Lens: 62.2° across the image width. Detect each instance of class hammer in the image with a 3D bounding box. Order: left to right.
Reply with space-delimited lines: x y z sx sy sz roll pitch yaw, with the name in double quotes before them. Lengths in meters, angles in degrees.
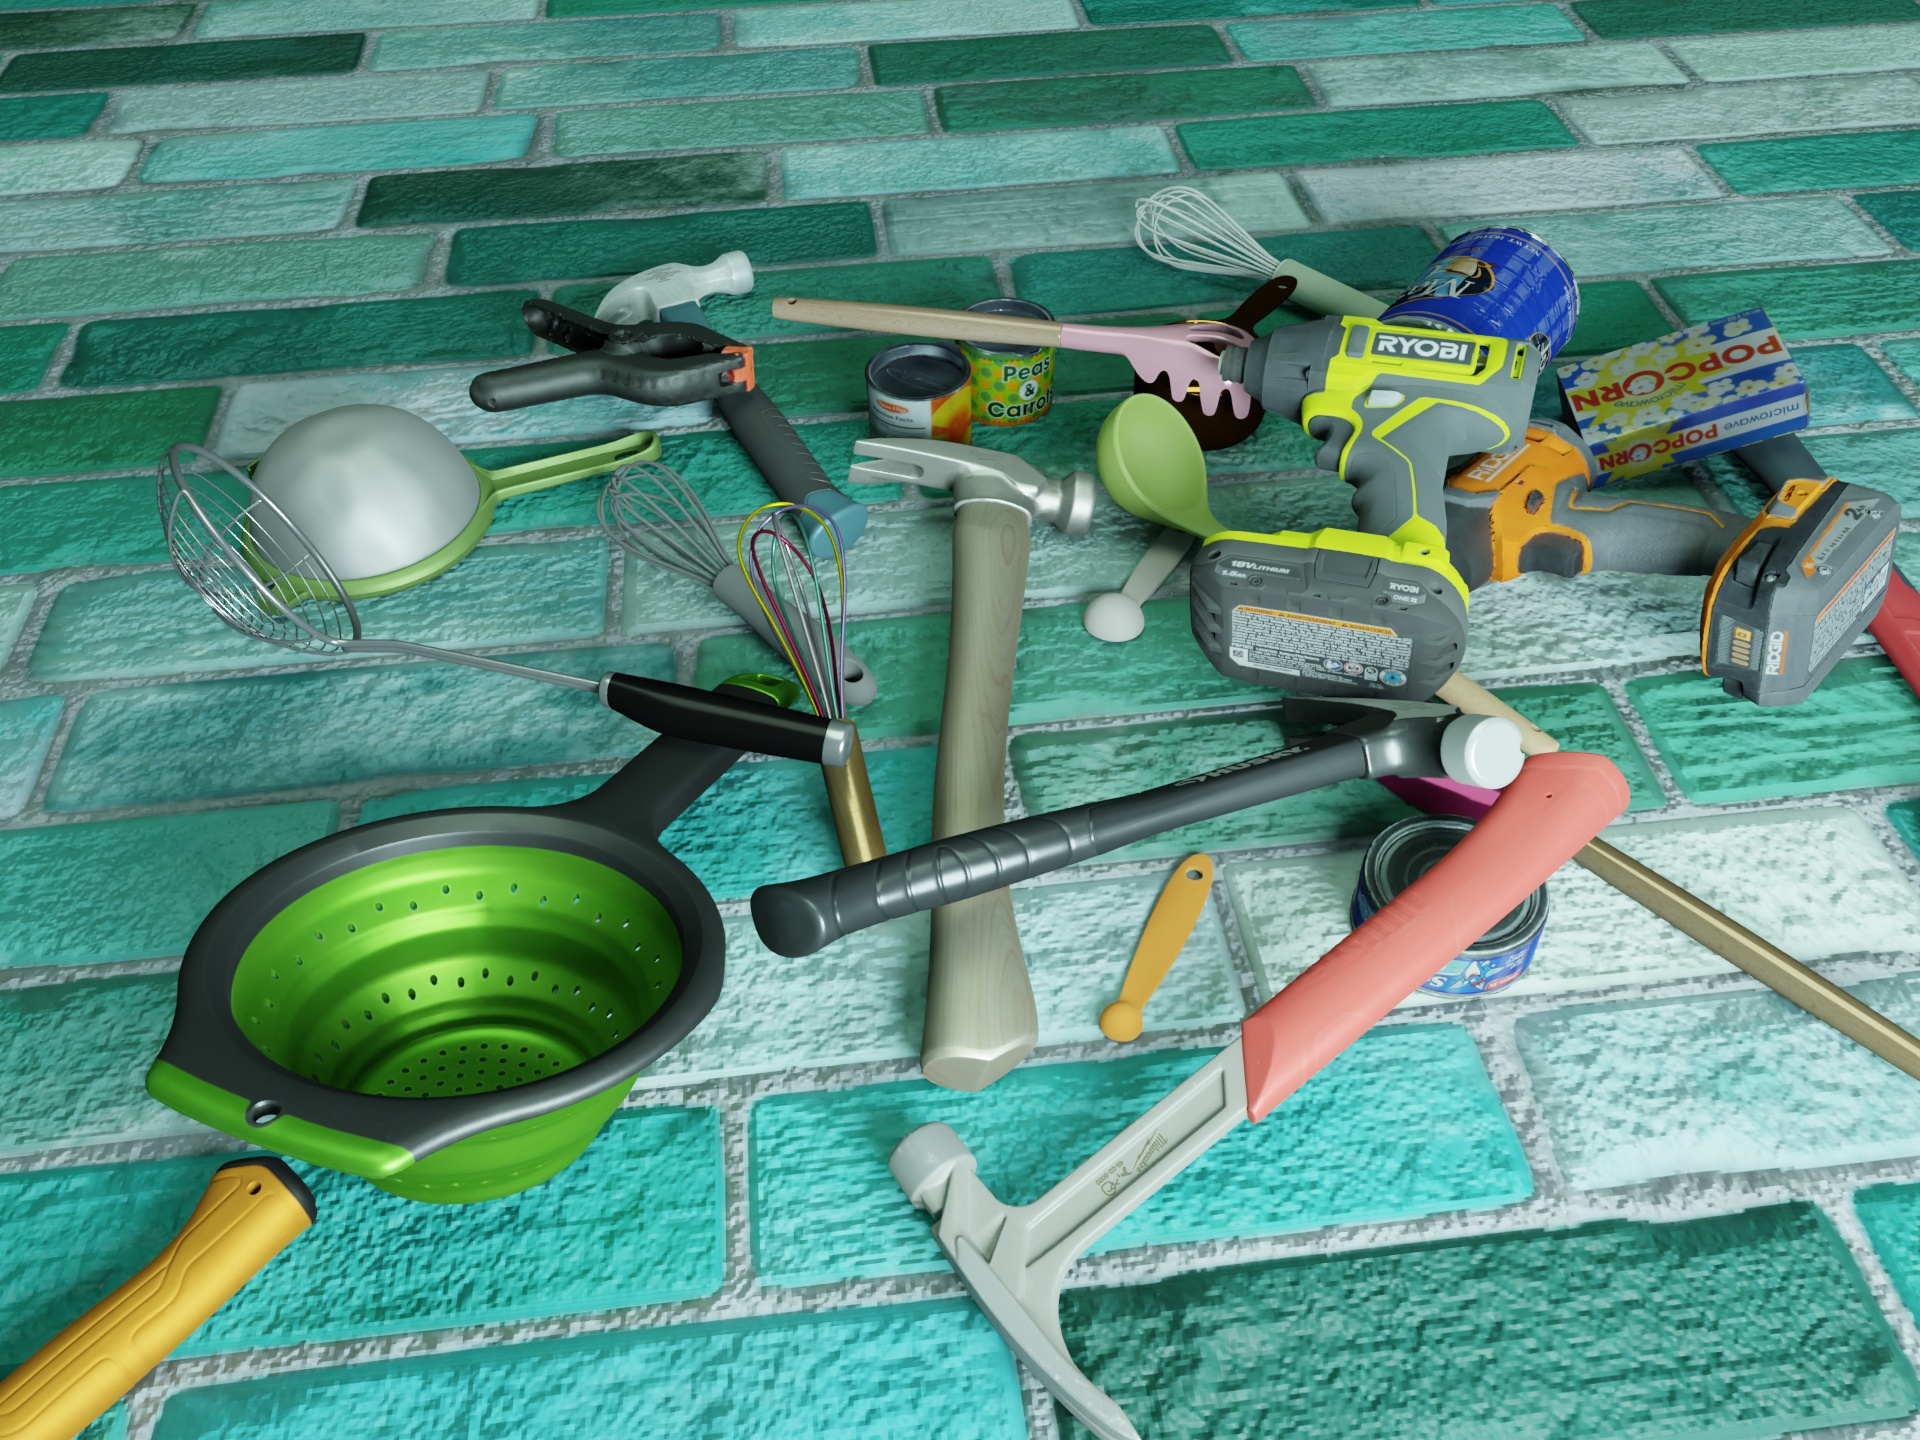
"hammer" -0.366 0.284 0.548 0.127 0.034 0.337 28 52 27
"hammer" -0.143 -0.212 1.038 0.128 0.033 0.331 -20 48 -19
"hammer" -0.001 -0.003 0.811 0.146 0.038 0.411 9 47 -6
"hammer" 0.070 0.044 0.710 0.334 0.035 0.146 -15 10 -18
"hammer" 0.152 0.129 0.656 0.359 0.036 0.149 -34 53 -17
"hammer" 0.525 -0.067 0.877 0.143 0.038 0.387 -3 45 -3

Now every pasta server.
"pasta server" 0.036 -0.234 0.981 0.316 0.040 0.060 8 53 11

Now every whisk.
"whisk" -0.128 -0.079 0.901 0.055 0.055 0.239 -34 58 -28
"whisk" -0.072 -0.013 0.805 0.047 0.051 0.245 9 53 -38
"whisk" 0.223 -0.320 1.134 0.246 0.059 0.058 35 92 26

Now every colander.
"colander" -0.171 0.091 0.713 0.204 0.094 0.397 14 29 16

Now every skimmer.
"skimmer" -0.222 -0.056 0.781 0.363 0.127 0.090 13 84 7

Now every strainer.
"strainer" -0.311 -0.157 0.961 0.256 0.069 0.152 -16 47 -12

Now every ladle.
"ladle" 0.197 -0.083 0.880 0.078 0.062 0.320 -19 49 -43

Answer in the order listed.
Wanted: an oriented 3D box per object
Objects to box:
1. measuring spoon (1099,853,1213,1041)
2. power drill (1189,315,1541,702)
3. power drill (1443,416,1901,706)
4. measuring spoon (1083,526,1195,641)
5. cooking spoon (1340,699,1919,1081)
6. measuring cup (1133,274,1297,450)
"measuring spoon" 0.093 0.101 0.737 0.021 0.011 0.117 19 48 19
"power drill" 0.203 -0.124 0.841 0.171 0.080 0.223 11 56 17
"power drill" 0.354 -0.086 0.855 0.164 0.084 0.227 -37 42 -29
"measuring spoon" 0.109 -0.088 0.920 0.034 0.018 0.124 21 48 21
"cooking spoon" 0.316 0.072 0.756 0.069 0.017 0.319 -32 52 -27
"measuring cup" 0.177 -0.236 1.044 0.095 0.052 0.174 25 49 24
